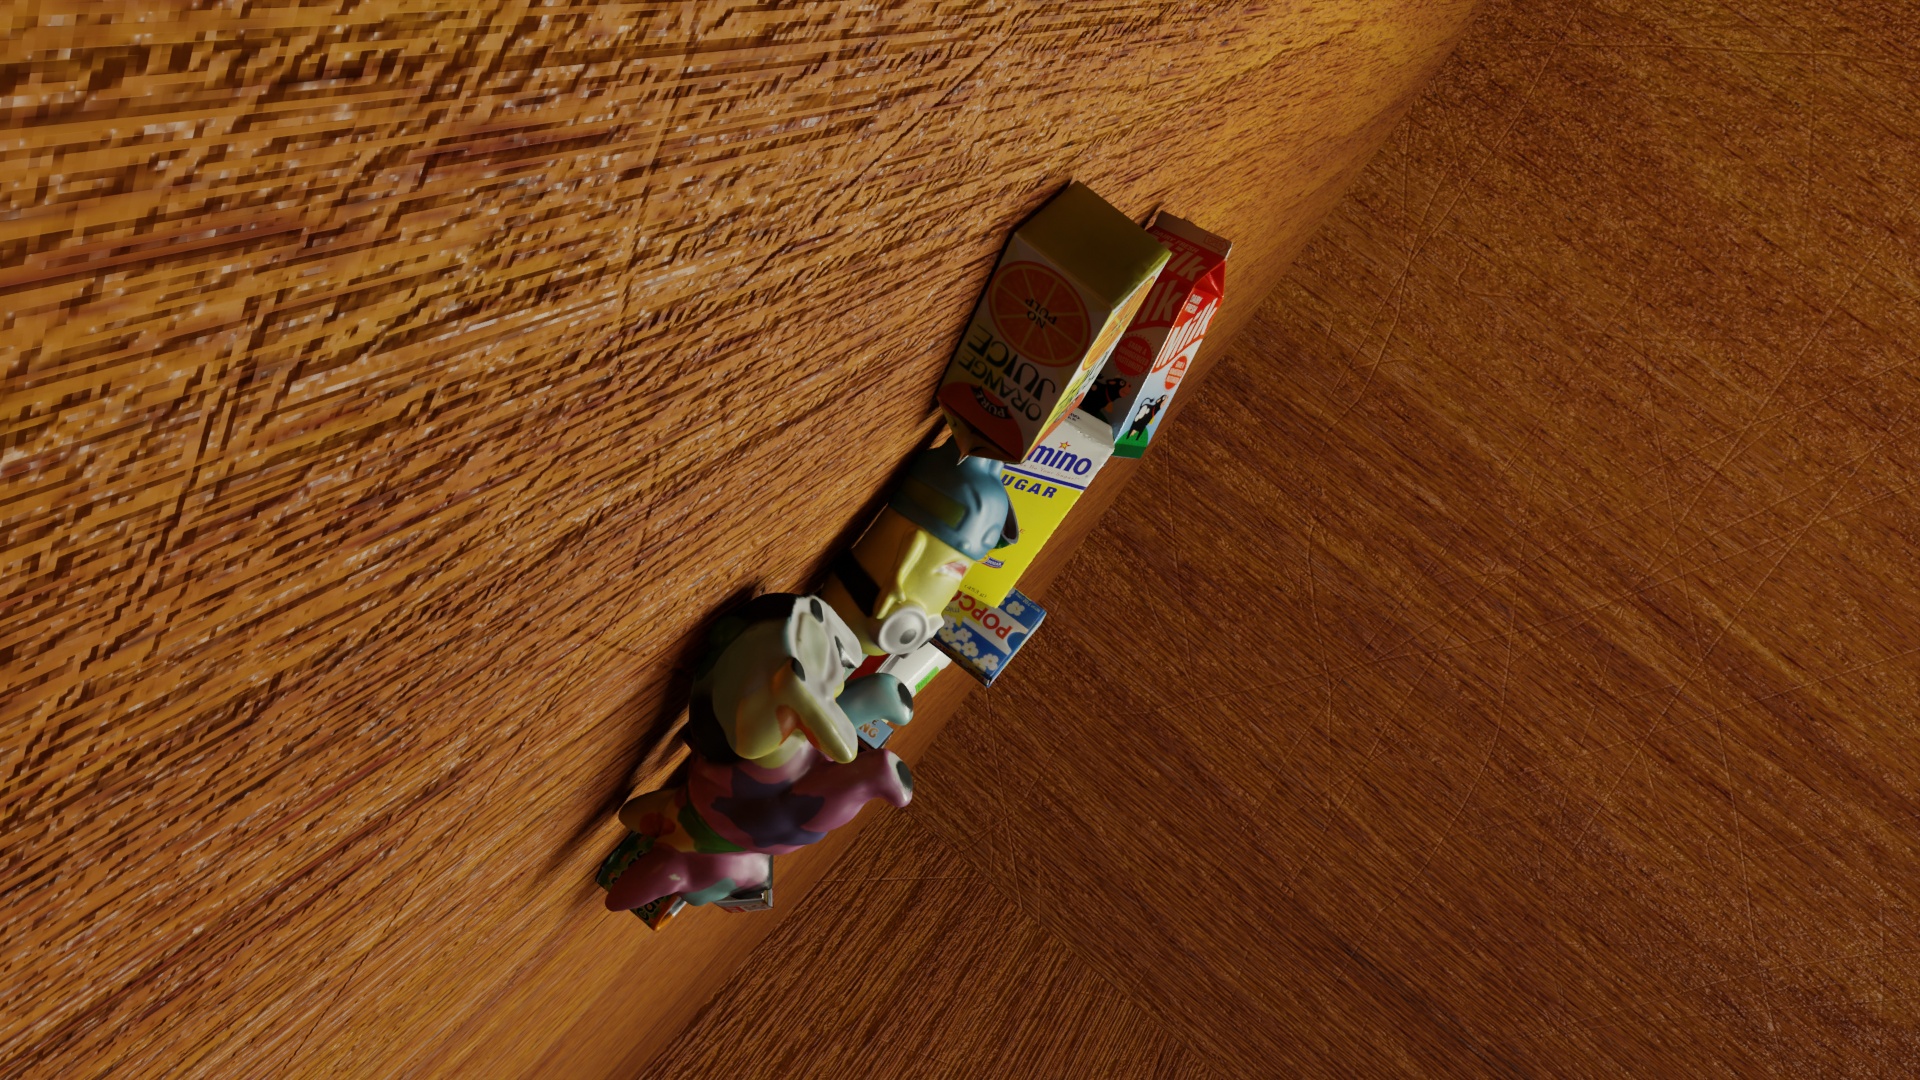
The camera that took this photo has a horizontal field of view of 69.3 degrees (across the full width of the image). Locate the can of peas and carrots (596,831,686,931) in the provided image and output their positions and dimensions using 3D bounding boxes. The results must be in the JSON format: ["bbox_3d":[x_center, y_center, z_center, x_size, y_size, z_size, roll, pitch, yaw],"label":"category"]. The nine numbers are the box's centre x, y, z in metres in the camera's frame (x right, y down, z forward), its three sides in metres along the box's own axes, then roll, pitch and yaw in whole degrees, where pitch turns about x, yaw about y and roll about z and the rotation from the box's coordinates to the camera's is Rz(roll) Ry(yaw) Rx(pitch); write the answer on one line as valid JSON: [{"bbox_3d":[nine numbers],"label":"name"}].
[{"bbox_3d":[-0.229,0.249,1.040,0.071,0.059,0.071,-51,173,-9],"label":"can of peas and carrots"}]

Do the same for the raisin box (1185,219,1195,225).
[{"bbox_3d":[0.191,-0.237,1.307,0.123,0.040,0.086,-51,172,12],"label":"raisin box"}]

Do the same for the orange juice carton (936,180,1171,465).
[{"bbox_3d":[0.047,-0.119,0.856,0.072,0.073,0.191,-46,172,-37],"label":"orange juice carton"}]

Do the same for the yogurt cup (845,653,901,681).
[{"bbox_3d":[-0.086,0.098,1.197,0.072,0.054,0.072,-50,173,-9],"label":"yogurt cup"}]

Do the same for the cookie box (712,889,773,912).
[{"bbox_3d":[-0.169,0.220,1.073,0.167,0.040,0.123,107,-20,-72],"label":"cookie box"}]

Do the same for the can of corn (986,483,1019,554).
[{"bbox_3d":[0.003,-0.017,1.048,0.058,0.071,0.071,-23,-178,19],"label":"can of corn"}]

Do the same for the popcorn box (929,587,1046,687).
[{"bbox_3d":[0.004,0.065,1.300,0.085,0.127,0.038,-49,168,-22],"label":"popcorn box"}]

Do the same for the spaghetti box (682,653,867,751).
[{"bbox_3d":[-0.099,0.077,1.005,0.028,0.050,0.251,-4,-145,48],"label":"spaghetti box"}]

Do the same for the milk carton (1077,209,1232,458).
[{"bbox_3d":[0.147,-0.166,1.121,0.073,0.072,0.190,-1,119,-61],"label":"milk carton"}]

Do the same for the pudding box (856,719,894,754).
[{"bbox_3d":[-0.107,0.174,1.324,0.030,0.084,0.049,-47,171,-32],"label":"pudding box"}]

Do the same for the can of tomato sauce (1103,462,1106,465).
[{"bbox_3d":[0.102,-0.073,1.449,0.082,0.071,0.071,-56,171,36],"label":"can of tomato sauce"}]
